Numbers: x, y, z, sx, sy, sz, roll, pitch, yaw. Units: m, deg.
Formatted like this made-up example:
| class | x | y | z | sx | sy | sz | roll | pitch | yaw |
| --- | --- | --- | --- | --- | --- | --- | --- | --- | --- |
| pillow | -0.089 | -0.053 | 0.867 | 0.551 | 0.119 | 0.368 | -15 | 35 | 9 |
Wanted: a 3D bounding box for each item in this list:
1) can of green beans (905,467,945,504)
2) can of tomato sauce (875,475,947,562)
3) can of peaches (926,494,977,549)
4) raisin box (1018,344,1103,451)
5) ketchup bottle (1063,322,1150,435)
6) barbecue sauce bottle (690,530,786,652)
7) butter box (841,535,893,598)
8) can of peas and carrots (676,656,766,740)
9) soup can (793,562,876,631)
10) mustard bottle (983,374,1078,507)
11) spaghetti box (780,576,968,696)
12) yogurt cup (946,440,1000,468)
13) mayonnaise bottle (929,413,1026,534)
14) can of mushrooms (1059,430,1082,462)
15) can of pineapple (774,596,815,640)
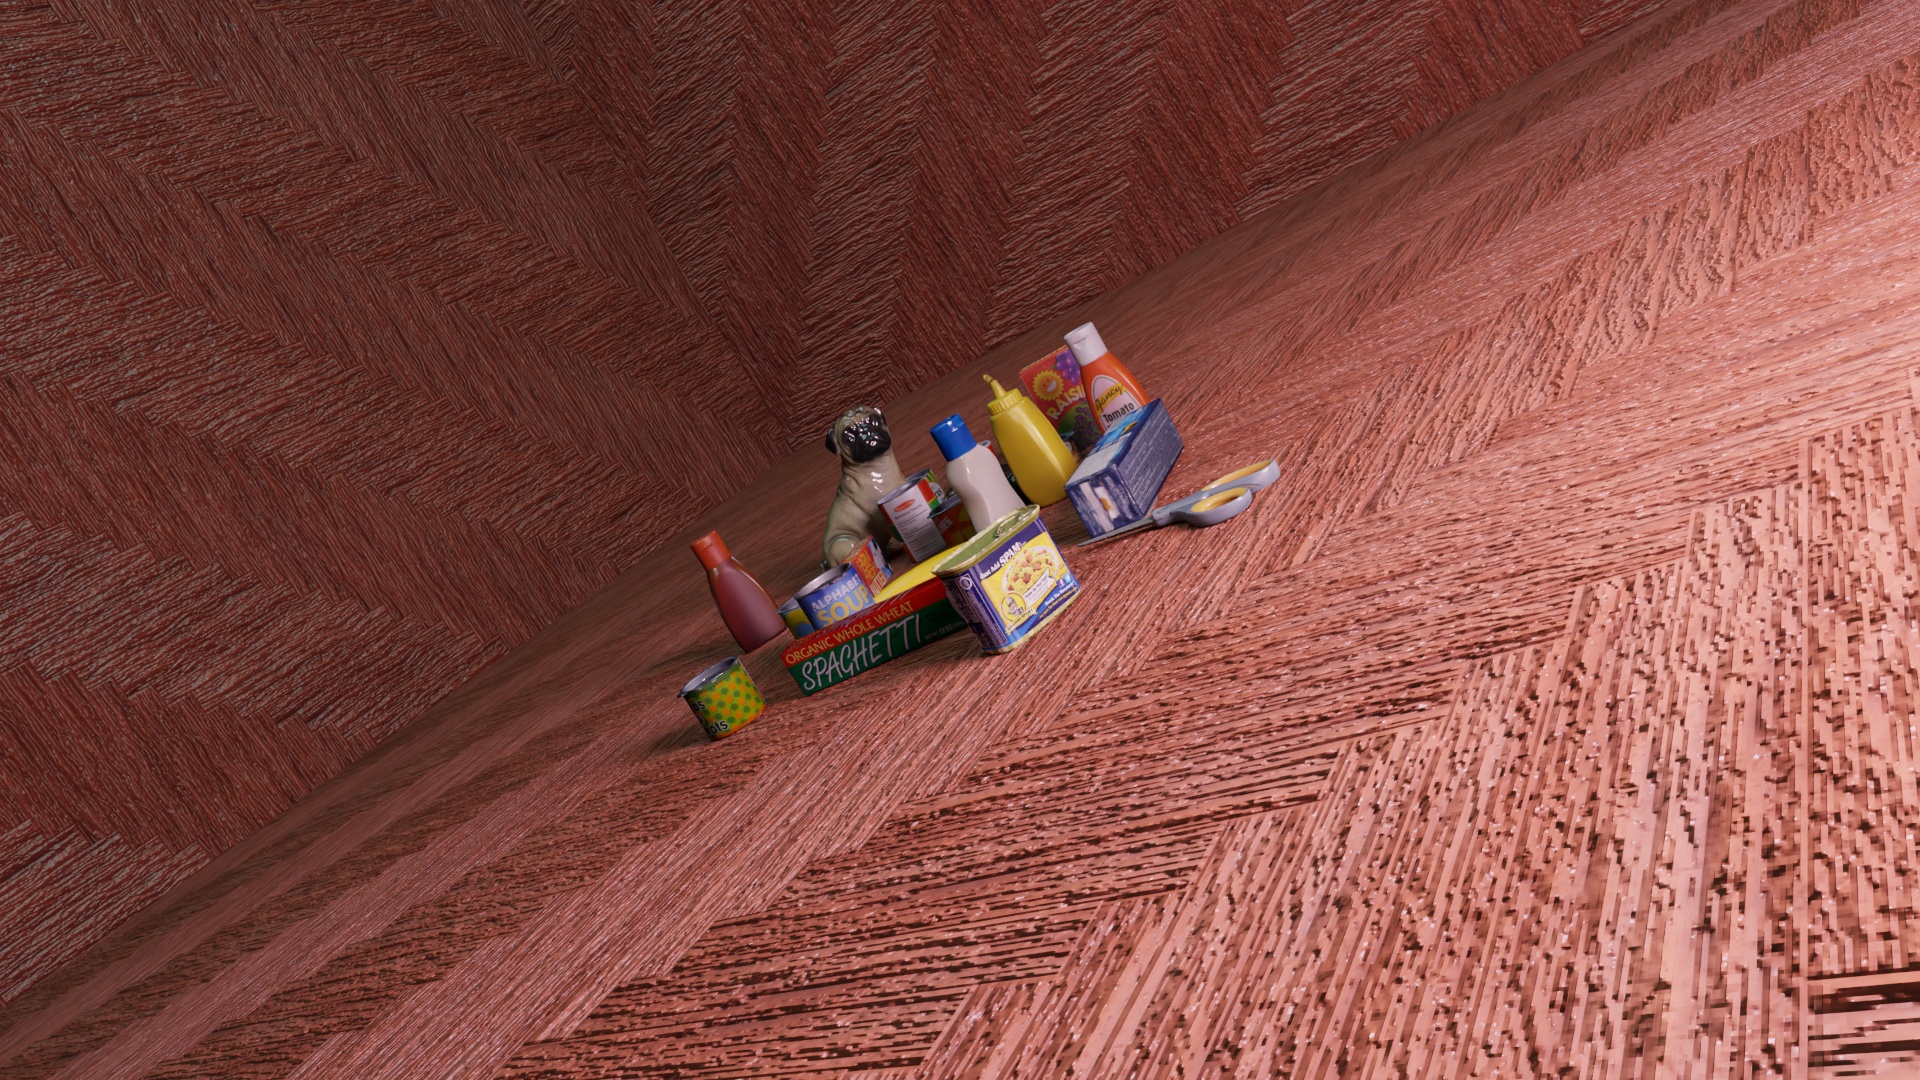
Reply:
| class | x | y | z | sx | sy | sz | roll | pitch | yaw |
| --- | --- | --- | --- | --- | --- | --- | --- | --- | --- |
| can of green beans | -0.054 | -0.056 | 1.870 | 0.071 | 0.057 | 0.071 | -29 | 10 | 6 |
| can of tomato sauce | -0.051 | -0.026 | 1.649 | 0.071 | 0.083 | 0.071 | -30 | 10 | 6 |
| can of peaches | 0.005 | -0.019 | 1.536 | 0.071 | 0.058 | 0.071 | -29 | 10 | 6 |
| raisin box | 0.139 | -0.176 | 1.718 | 0.086 | 0.123 | 0.040 | -28 | 11 | 15 |
| ketchup bottle | 0.166 | -0.171 | 1.551 | 0.064 | 0.148 | 0.044 | -27 | 11 | 22 |
| barbecue sauce bottle | -0.274 | 0.059 | 1.689 | 0.065 | 0.148 | 0.043 | -32 | 10 | -9 |
| butter box | -0.110 | 0.035 | 1.612 | 0.024 | 0.053 | 0.104 | -28 | 11 | 16 |
| can of peas and carrots | -0.236 | 0.158 | 1.375 | 0.071 | 0.058 | 0.071 | -29 | 10 | 6 |
| soup can | -0.113 | 0.073 | 1.362 | 0.071 | 0.083 | 0.071 | -30 | 10 | 6 |
| mustard bottle | 0.071 | -0.115 | 1.523 | 0.065 | 0.160 | 0.049 | -24 | 12 | 35 |
| spaghetti box | -0.059 | 0.079 | 1.281 | 0.249 | 0.050 | 0.029 | -25 | 12 | 27 |
| yogurt cup | 0.023 | -0.094 | 1.843 | 0.072 | 0.054 | 0.072 | -29 | 11 | 6 |
| mayonnaise bottle | 0.020 | -0.059 | 1.437 | 0.041 | 0.148 | 0.065 | -21 | 14 | 44 |
| can of mushrooms | 0.114 | -0.102 | 1.688 | 0.071 | 0.033 | 0.071 | -29 | 11 | 6 |
| can of pineapple | -0.155 | 0.084 | 1.499 | 0.071 | 0.057 | 0.071 | -29 | 10 | 6 |
